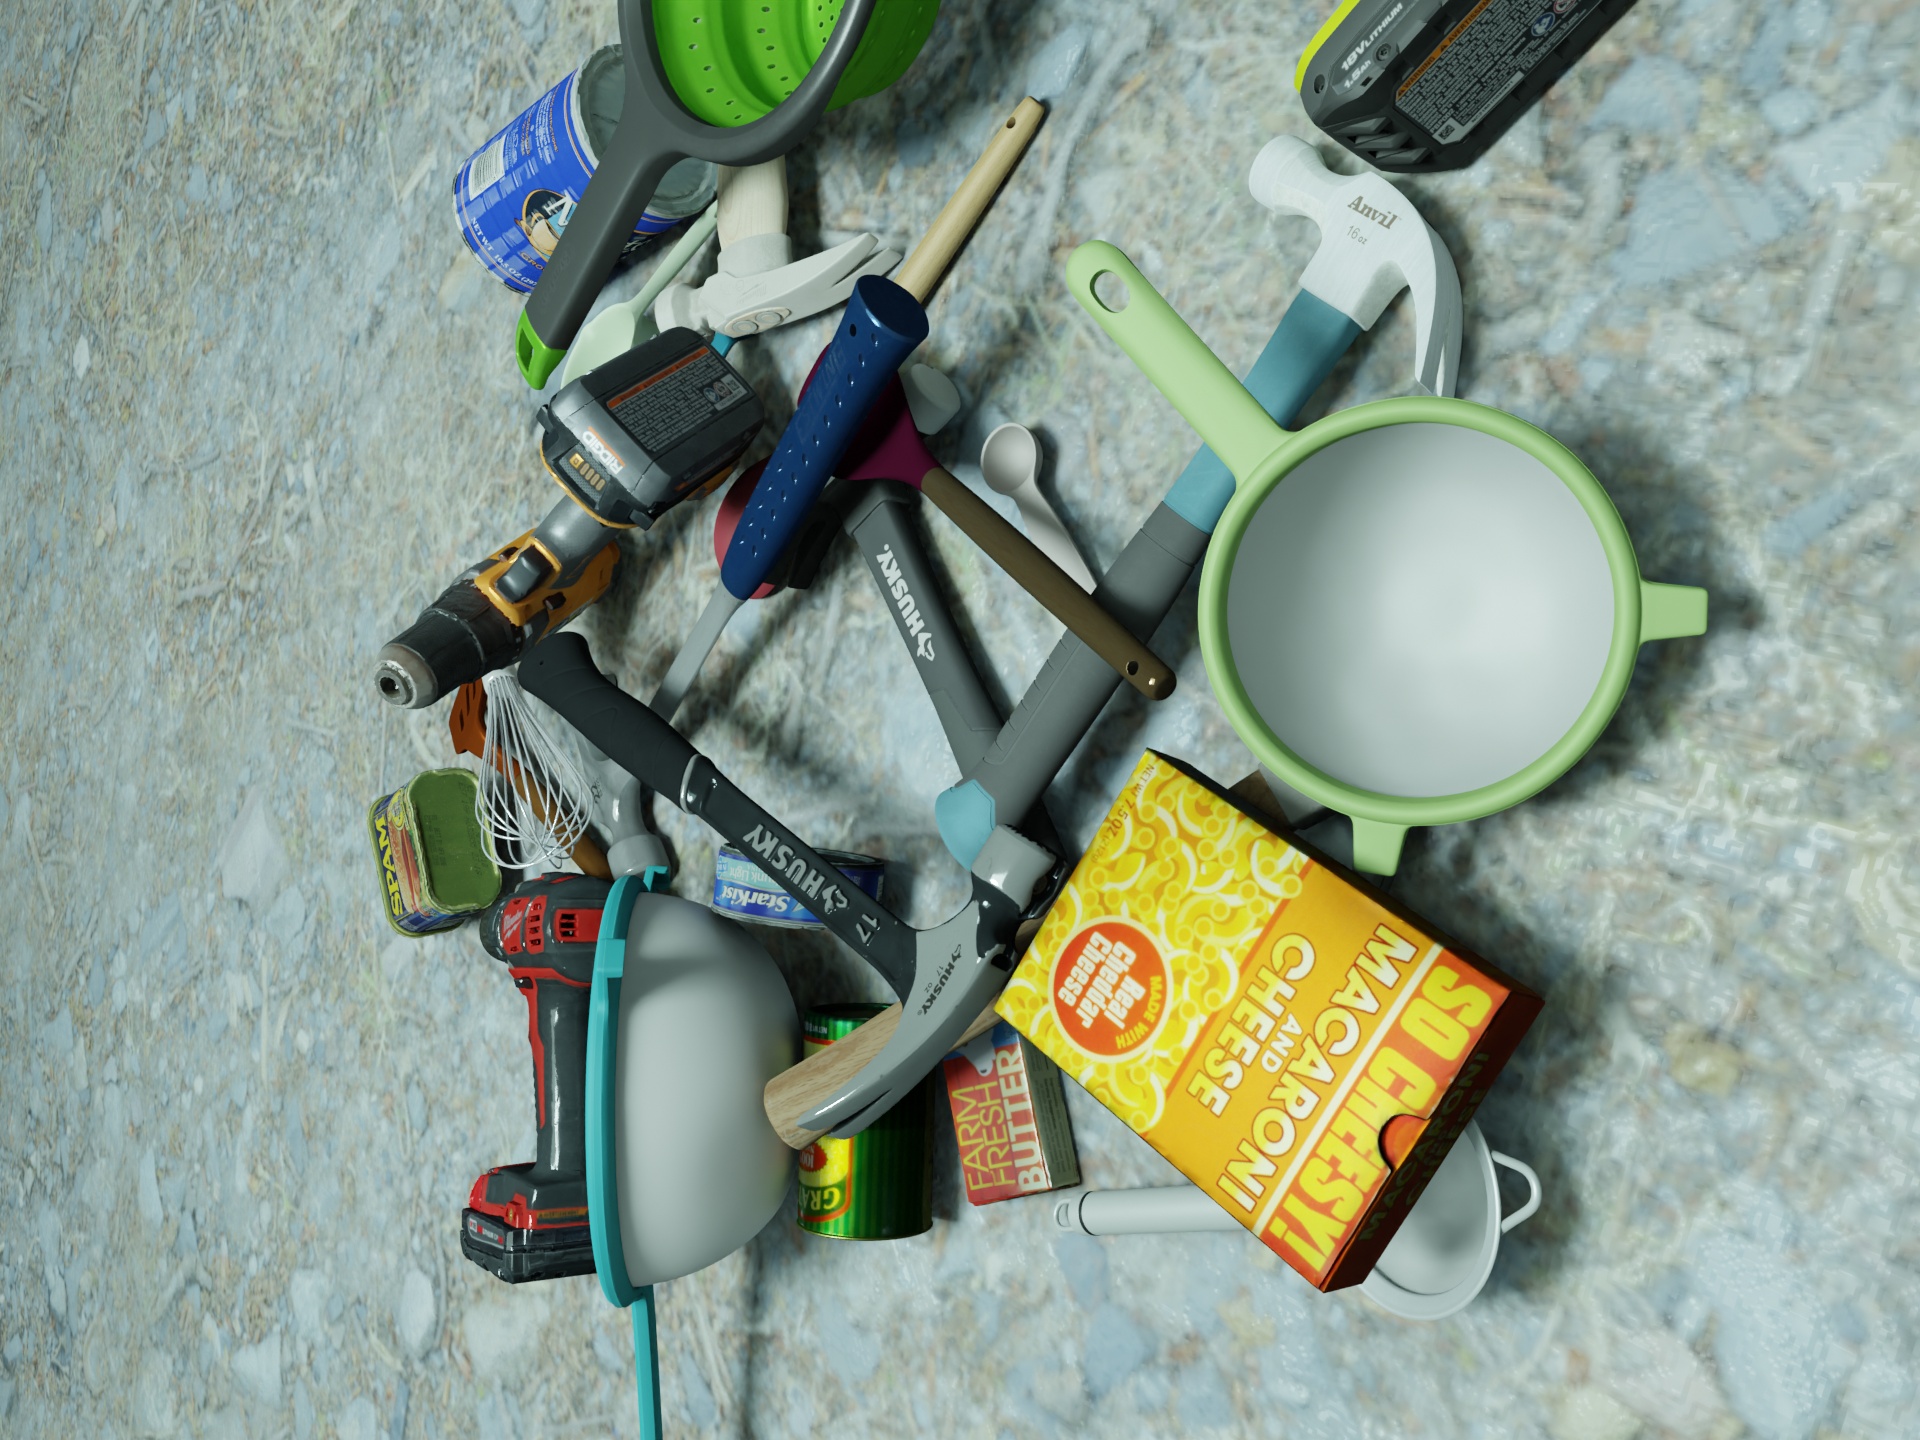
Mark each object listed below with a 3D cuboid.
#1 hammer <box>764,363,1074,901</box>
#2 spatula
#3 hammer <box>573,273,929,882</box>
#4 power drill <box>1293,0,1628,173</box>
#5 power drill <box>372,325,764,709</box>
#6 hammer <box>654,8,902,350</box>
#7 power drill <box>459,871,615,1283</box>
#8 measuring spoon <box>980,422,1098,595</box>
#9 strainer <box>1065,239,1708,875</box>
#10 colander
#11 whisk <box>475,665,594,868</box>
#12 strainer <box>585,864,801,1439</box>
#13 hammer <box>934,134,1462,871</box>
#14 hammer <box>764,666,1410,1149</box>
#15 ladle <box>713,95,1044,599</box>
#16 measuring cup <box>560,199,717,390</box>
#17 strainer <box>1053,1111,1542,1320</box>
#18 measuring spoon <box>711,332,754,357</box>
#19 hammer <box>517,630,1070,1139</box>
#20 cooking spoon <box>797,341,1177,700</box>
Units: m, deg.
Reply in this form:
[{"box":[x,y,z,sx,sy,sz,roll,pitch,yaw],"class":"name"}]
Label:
[{"box":[-0.001,-0.002,0.770,0.146,0.035,0.335,-41,60,33],"class":"hammer"},{"box":[-0.261,0.052,1.023,0.323,0.041,0.081,41,115,33],"class":"spatula"},{"box":[-0.126,-0.071,0.845,0.405,0.035,0.144,-52,53,42],"class":"hammer"},{"box":[0.152,-0.330,0.627,0.171,0.080,0.223,-44,55,31],"class":"power drill"},{"box":[-0.226,-0.102,0.885,0.084,0.185,0.226,47,130,-5],"class":"power drill"},{"box":[-0.113,-0.419,0.904,0.146,0.038,0.411,-11,76,30],"class":"hammer"},{"box":[-0.250,0.205,0.954,0.188,0.080,0.227,-14,75,58],"class":"power drill"},{"box":[0.046,-0.086,0.750,0.034,0.018,0.124,-38,68,35],"class":"measuring spoon"},{"box":[0.135,-0.081,0.590,0.151,0.069,0.256,-45,78,24],"class":"strainer"},{"box":[-0.119,-0.323,0.830,0.397,0.094,0.205,-48,61,35],"class":"colander"},{"box":[-0.285,-0.007,1.007,0.070,0.070,0.285,-57,39,24],"class":"whisk"},{"box":[-0.125,0.247,0.811,0.211,0.095,0.340,-129,37,-83],"class":"strainer"},{"box":[0.087,-0.074,0.670,0.128,0.033,0.331,45,109,35],"class":"hammer"},{"box":[0.043,0.096,0.677,0.331,0.031,0.130,-36,63,21],"class":"hammer"},{"box":[-0.051,-0.190,0.841,0.315,0.031,0.069,-51,55,26],"class":"ladle"},{"box":[-0.178,-0.244,0.961,0.167,0.038,0.083,-47,44,16],"class":"measuring cup"},{"box":[0.126,0.190,0.630,0.258,0.050,0.087,-22,64,46],"class":"strainer"},{"box":[-0.156,-0.217,0.943,0.128,0.021,0.042,-47,57,29],"class":"measuring spoon"},{"box":[-0.120,0.044,0.771,0.409,0.036,0.149,31,88,46],"class":"hammer"},{"box":[0.001,-0.097,0.723,0.068,0.017,0.319,-59,44,16],"class":"cooking spoon"}]
